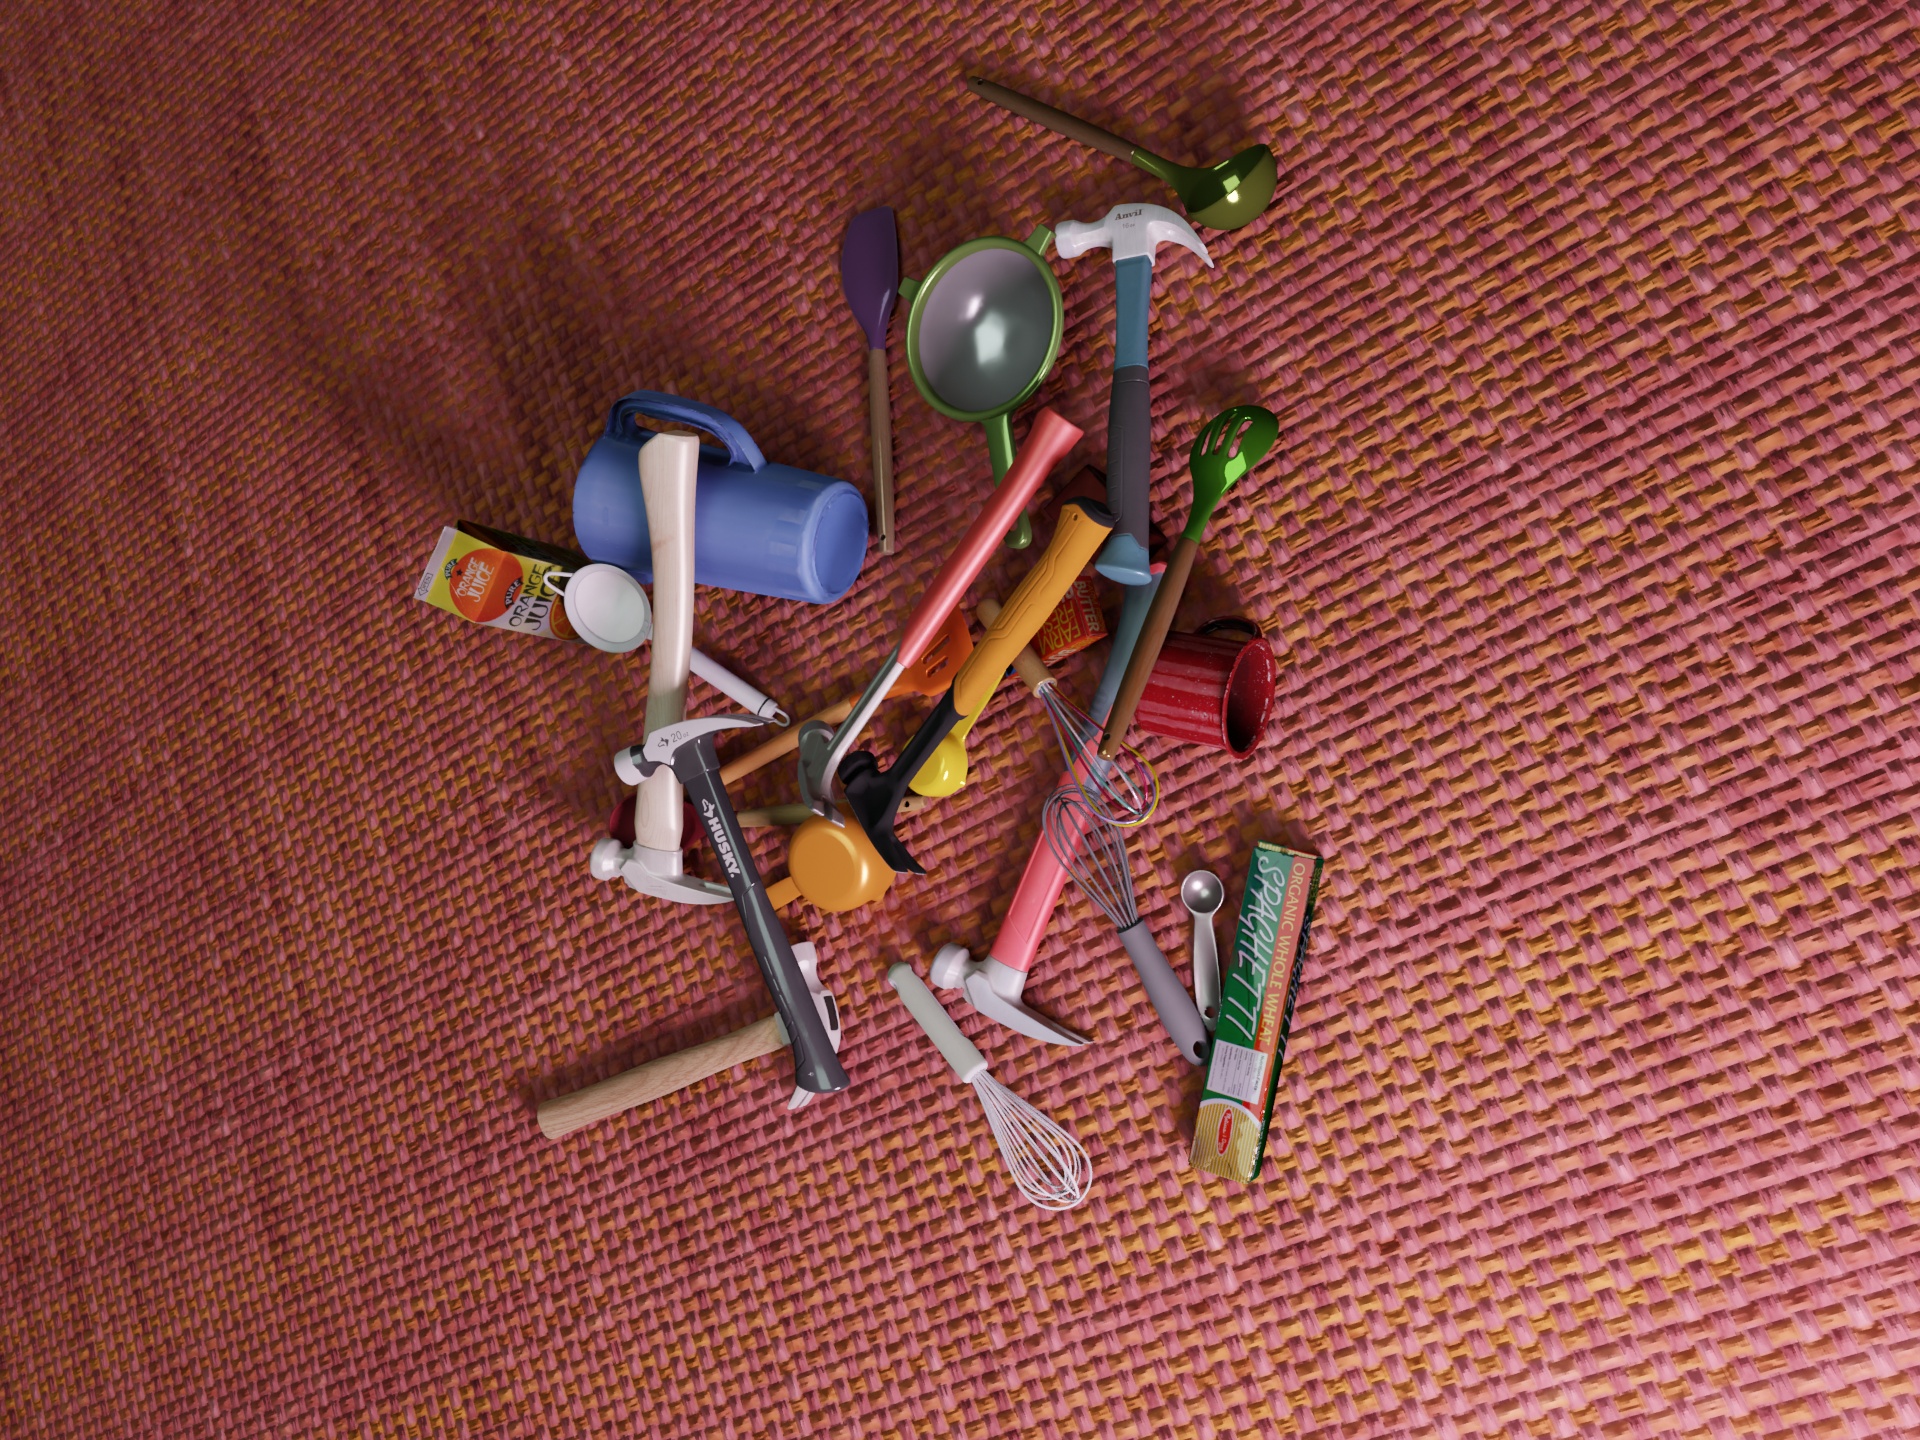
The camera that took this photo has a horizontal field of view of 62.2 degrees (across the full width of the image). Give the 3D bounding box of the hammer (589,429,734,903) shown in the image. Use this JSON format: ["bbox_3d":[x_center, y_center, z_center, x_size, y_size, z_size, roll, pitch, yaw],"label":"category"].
[{"bbox_3d":[-0.241,-0.039,1.360,0.146,0.038,0.410,11,109,16],"label":"hammer"}]

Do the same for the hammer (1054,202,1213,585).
[{"bbox_3d":[0.131,-0.259,1.242,0.128,0.033,0.331,-5,69,24],"label":"hammer"}]

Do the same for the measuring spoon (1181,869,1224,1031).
[{"bbox_3d":[0.190,0.176,1.220,0.034,0.018,0.124,-3,90,29],"label":"measuring spoon"}]

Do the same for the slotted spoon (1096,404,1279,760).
[{"bbox_3d":[0.164,-0.111,1.190,0.070,0.031,0.314,9,69,41],"label":"slotted spoon"}]

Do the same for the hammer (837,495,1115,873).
[{"bbox_3d":[0.016,-0.032,1.242,0.336,0.034,0.127,-54,47,26],"label":"hammer"}]

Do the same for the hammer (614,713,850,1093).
[{"bbox_3d":[-0.167,0.152,1.323,0.146,0.035,0.335,-24,87,24],"label":"hammer"}]

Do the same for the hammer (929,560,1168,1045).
[{"bbox_3d":[0.106,0.062,1.258,0.143,0.038,0.386,24,96,26],"label":"hammer"}]

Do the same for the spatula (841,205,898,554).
[{"bbox_3d":[-0.074,-0.299,1.397,0.060,0.018,0.316,-9,80,29],"label":"spatula"}]

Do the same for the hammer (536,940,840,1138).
[{"bbox_3d":[-0.247,0.312,1.416,0.331,0.031,0.130,-25,74,23],"label":"hammer"}]

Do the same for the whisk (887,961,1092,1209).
[{"bbox_3d":[0.018,0.289,1.280,0.059,0.057,0.247,-33,64,-16],"label":"whisk"}]

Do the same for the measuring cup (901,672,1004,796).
[{"bbox_3d":[-0.002,-0.004,1.309,0.062,0.029,0.156,42,115,29],"label":"measuring cup"}]

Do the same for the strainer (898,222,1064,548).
[{"bbox_3d":[0.041,-0.265,1.308,0.151,0.069,0.256,-12,84,33],"label":"strainer"}]

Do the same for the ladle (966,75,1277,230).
[{"bbox_3d":[0.121,-0.478,1.296,0.320,0.062,0.078,35,79,28],"label":"ladle"}]

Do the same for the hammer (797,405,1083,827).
[{"bbox_3d":[-0.019,-0.086,1.250,0.359,0.036,0.149,-54,22,13],"label":"hammer"}]

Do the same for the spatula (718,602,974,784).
[{"bbox_3d":[-0.116,-0.006,1.376,0.322,0.041,0.081,-28,66,23],"label":"spatula"}]

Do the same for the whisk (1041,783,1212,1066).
[{"bbox_3d":[0.132,0.156,1.208,0.055,0.055,0.239,-28,92,22],"label":"whisk"}]

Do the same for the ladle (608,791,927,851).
[{"bbox_3d":[-0.173,0.084,1.403,0.315,0.031,0.069,-6,100,24],"label":"ladle"}]

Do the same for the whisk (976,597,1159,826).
[{"bbox_3d":[0.080,-0.012,1.224,0.245,0.051,0.047,56,128,34],"label":"whisk"}]

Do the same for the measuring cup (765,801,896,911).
[{"bbox_3d":[-0.134,0.136,1.357,0.173,0.052,0.095,-31,86,26],"label":"measuring cup"}]

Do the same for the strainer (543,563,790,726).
[{"bbox_3d":[-0.259,-0.067,1.431,0.258,0.050,0.086,34,121,7],"label":"strainer"}]
